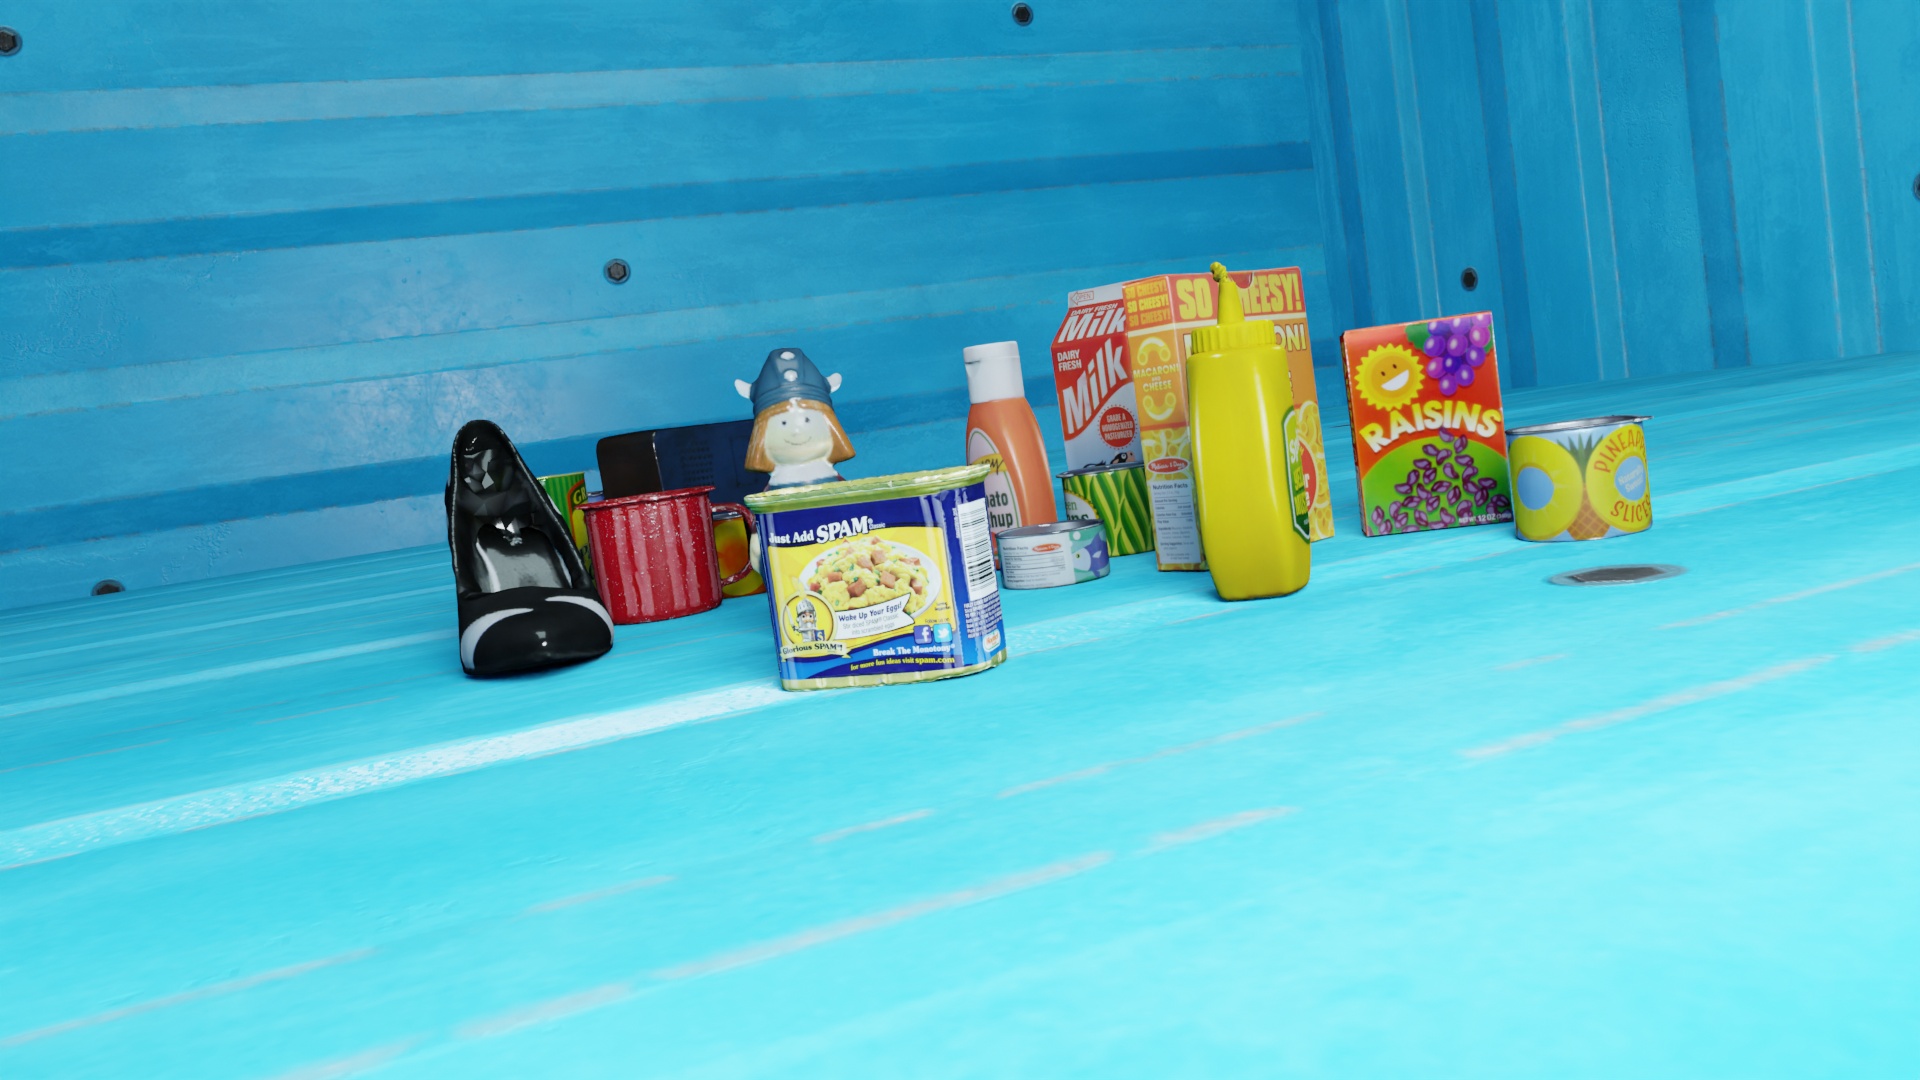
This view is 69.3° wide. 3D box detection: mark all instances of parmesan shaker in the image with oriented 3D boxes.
[{"bbox_3d":[-0.308,0.003,1.044,0.071,0.103,0.071,-8,5,1],"label":"parmesan shaker"}]

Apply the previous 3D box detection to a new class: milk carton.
[{"bbox_3d":[0.126,-0.106,1.097,0.072,0.190,0.074,-5,6,38],"label":"milk carton"}]

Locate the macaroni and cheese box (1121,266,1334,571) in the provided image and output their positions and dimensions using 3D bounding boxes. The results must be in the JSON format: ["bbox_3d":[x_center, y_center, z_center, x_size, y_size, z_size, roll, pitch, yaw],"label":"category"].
[{"bbox_3d":[0.160,-0.074,0.815,0.124,0.166,0.040,-12,6,-39],"label":"macaroni and cheese box"}]

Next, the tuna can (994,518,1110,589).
[{"bbox_3d":[0.056,0.007,0.825,0.071,0.033,0.071,-8,5,1],"label":"tuna can"}]

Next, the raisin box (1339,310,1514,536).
[{"bbox_3d":[0.275,-0.069,0.822,0.086,0.123,0.040,-7,5,14],"label":"raisin box"}]

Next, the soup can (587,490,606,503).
[{"bbox_3d":[-0.334,0.000,1.229,0.071,0.083,0.071,-8,5,1],"label":"soup can"}]

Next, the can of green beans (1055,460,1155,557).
[{"bbox_3d":[0.103,-0.021,0.929,0.071,0.057,0.071,-8,5,1],"label":"can of green beans"}]

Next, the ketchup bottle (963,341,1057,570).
[{"bbox_3d":[0.030,-0.056,0.921,0.044,0.148,0.064,-11,6,-37],"label":"ketchup bottle"}]

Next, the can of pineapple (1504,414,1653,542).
[{"bbox_3d":[0.319,-0.032,0.715,0.071,0.057,0.071,-8,5,1],"label":"can of pineapple"}]

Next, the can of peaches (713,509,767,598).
[{"bbox_3d":[-0.156,0.008,1.005,0.071,0.058,0.071,-8,5,1],"label":"can of peaches"}]

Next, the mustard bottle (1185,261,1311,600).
[{"bbox_3d":[0.135,-0.053,0.661,0.049,0.160,0.065,-6,5,21],"label":"mustard bottle"}]
